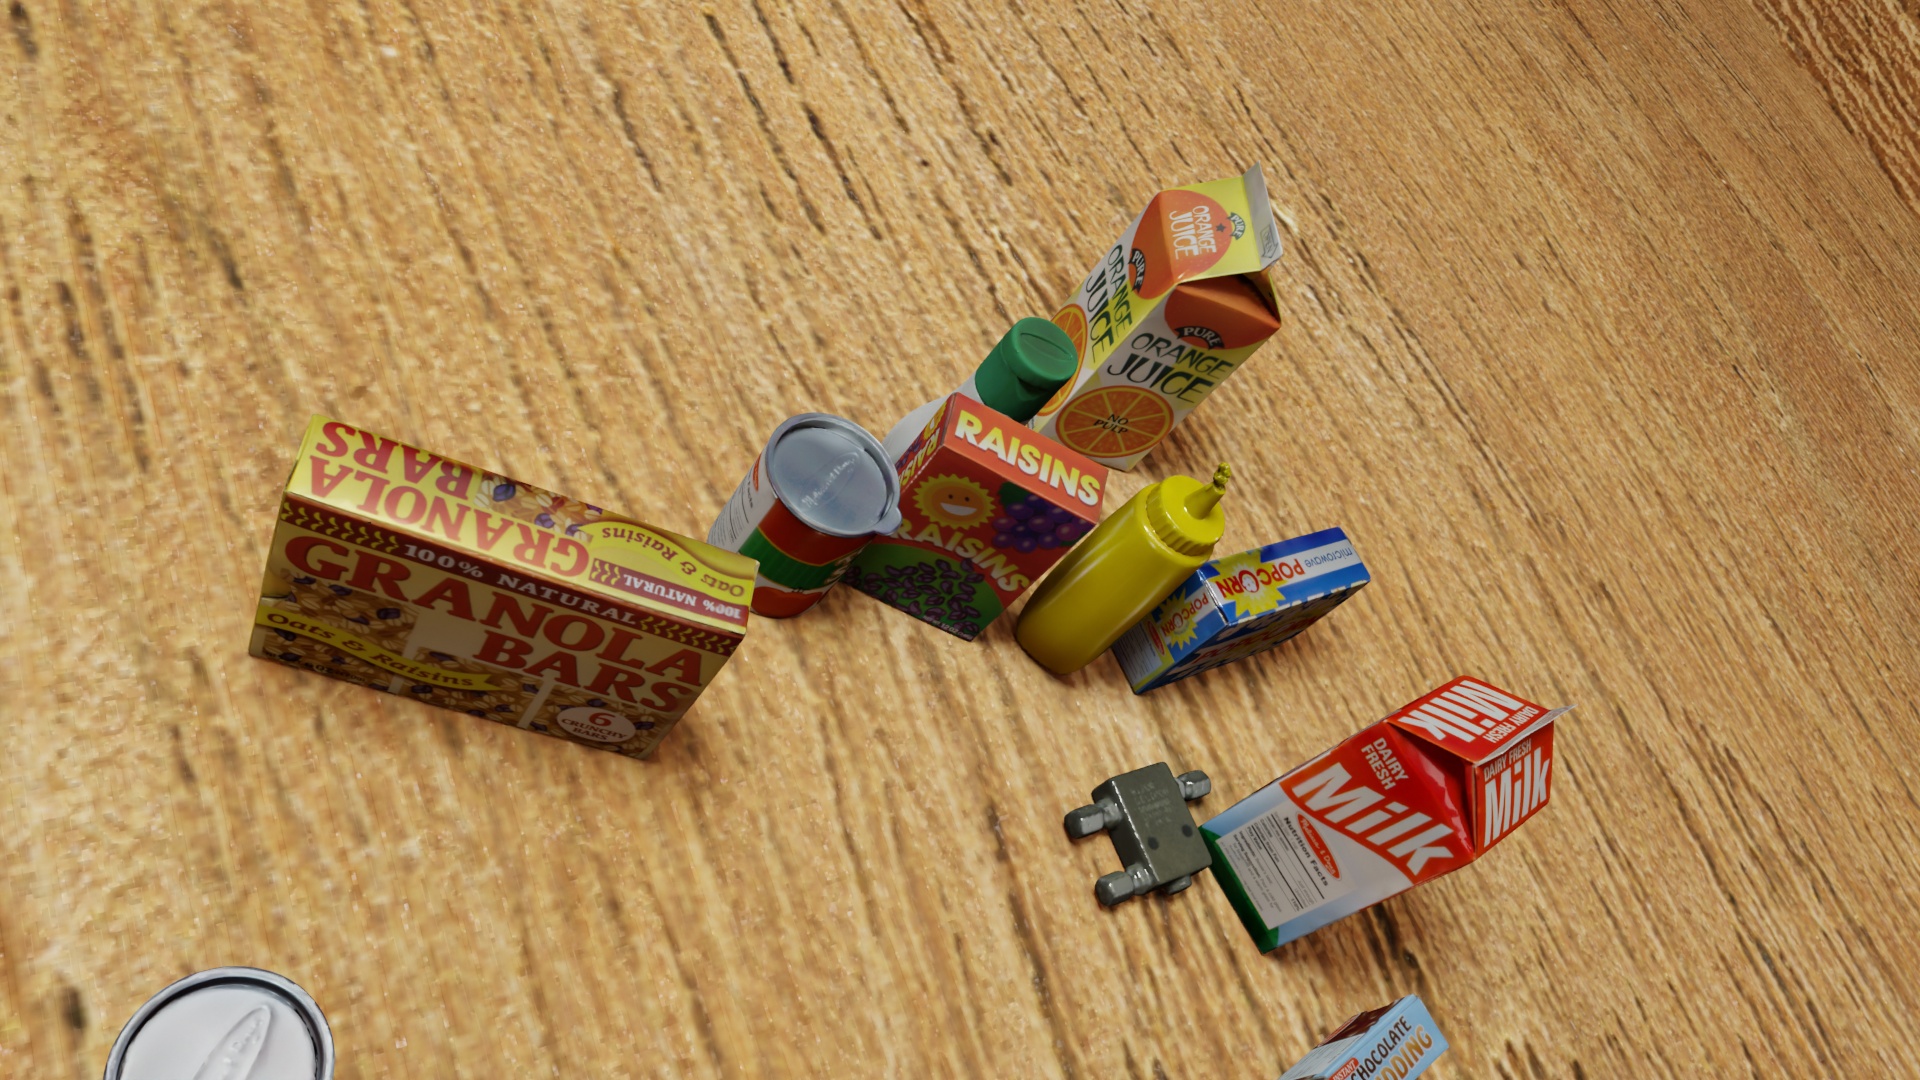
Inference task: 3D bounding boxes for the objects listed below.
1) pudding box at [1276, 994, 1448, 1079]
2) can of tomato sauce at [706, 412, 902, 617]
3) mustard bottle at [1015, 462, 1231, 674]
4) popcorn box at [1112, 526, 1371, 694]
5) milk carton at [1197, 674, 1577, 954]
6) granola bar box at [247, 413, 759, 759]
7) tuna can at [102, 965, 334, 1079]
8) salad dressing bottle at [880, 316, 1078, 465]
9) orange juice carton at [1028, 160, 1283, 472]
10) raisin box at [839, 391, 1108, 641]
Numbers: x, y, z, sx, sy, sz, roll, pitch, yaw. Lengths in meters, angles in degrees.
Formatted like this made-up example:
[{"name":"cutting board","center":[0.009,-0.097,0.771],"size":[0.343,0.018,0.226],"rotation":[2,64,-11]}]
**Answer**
[{"name":"pudding box","center":[0.190,0.255,0.669],"size":[0.084,0.049,0.030],"rotation":[-19,72,-40]},{"name":"can of tomato sauce","center":[-0.074,-0.009,0.657],"size":[0.071,0.082,0.071],"rotation":[17,52,-23]},{"name":"mustard bottle","center":[0.087,0.010,0.695],"size":[0.049,0.159,0.066],"rotation":[41,47,-3]},{"name":"popcorn box","center":[0.156,0.038,0.770],"size":[0.127,0.084,0.038],"rotation":[-12,68,-38]},{"name":"milk carton","center":[0.206,0.127,0.670],"size":[0.072,0.189,0.073],"rotation":[-18,71,-39]},{"name":"granola bar box","center":[-0.178,0.026,0.538],"size":[0.165,0.123,0.039],"rotation":[20,51,-21]},{"name":"tuna can","center":[-0.241,0.178,0.456],"size":[0.071,0.032,0.071],"rotation":[17,52,-23]},{"name":"salad dressing bottle","center":[0.005,-0.054,0.695],"size":[0.064,0.147,0.044],"rotation":[22,51,-19]},{"name":"orange juice carton","center":[0.114,-0.125,0.782],"size":[0.073,0.191,0.072],"rotation":[15,53,-24]},{"name":"raisin box","center":[0.002,-0.009,0.678],"size":[0.086,0.122,0.040],"rotation":[27,49,-15]}]
